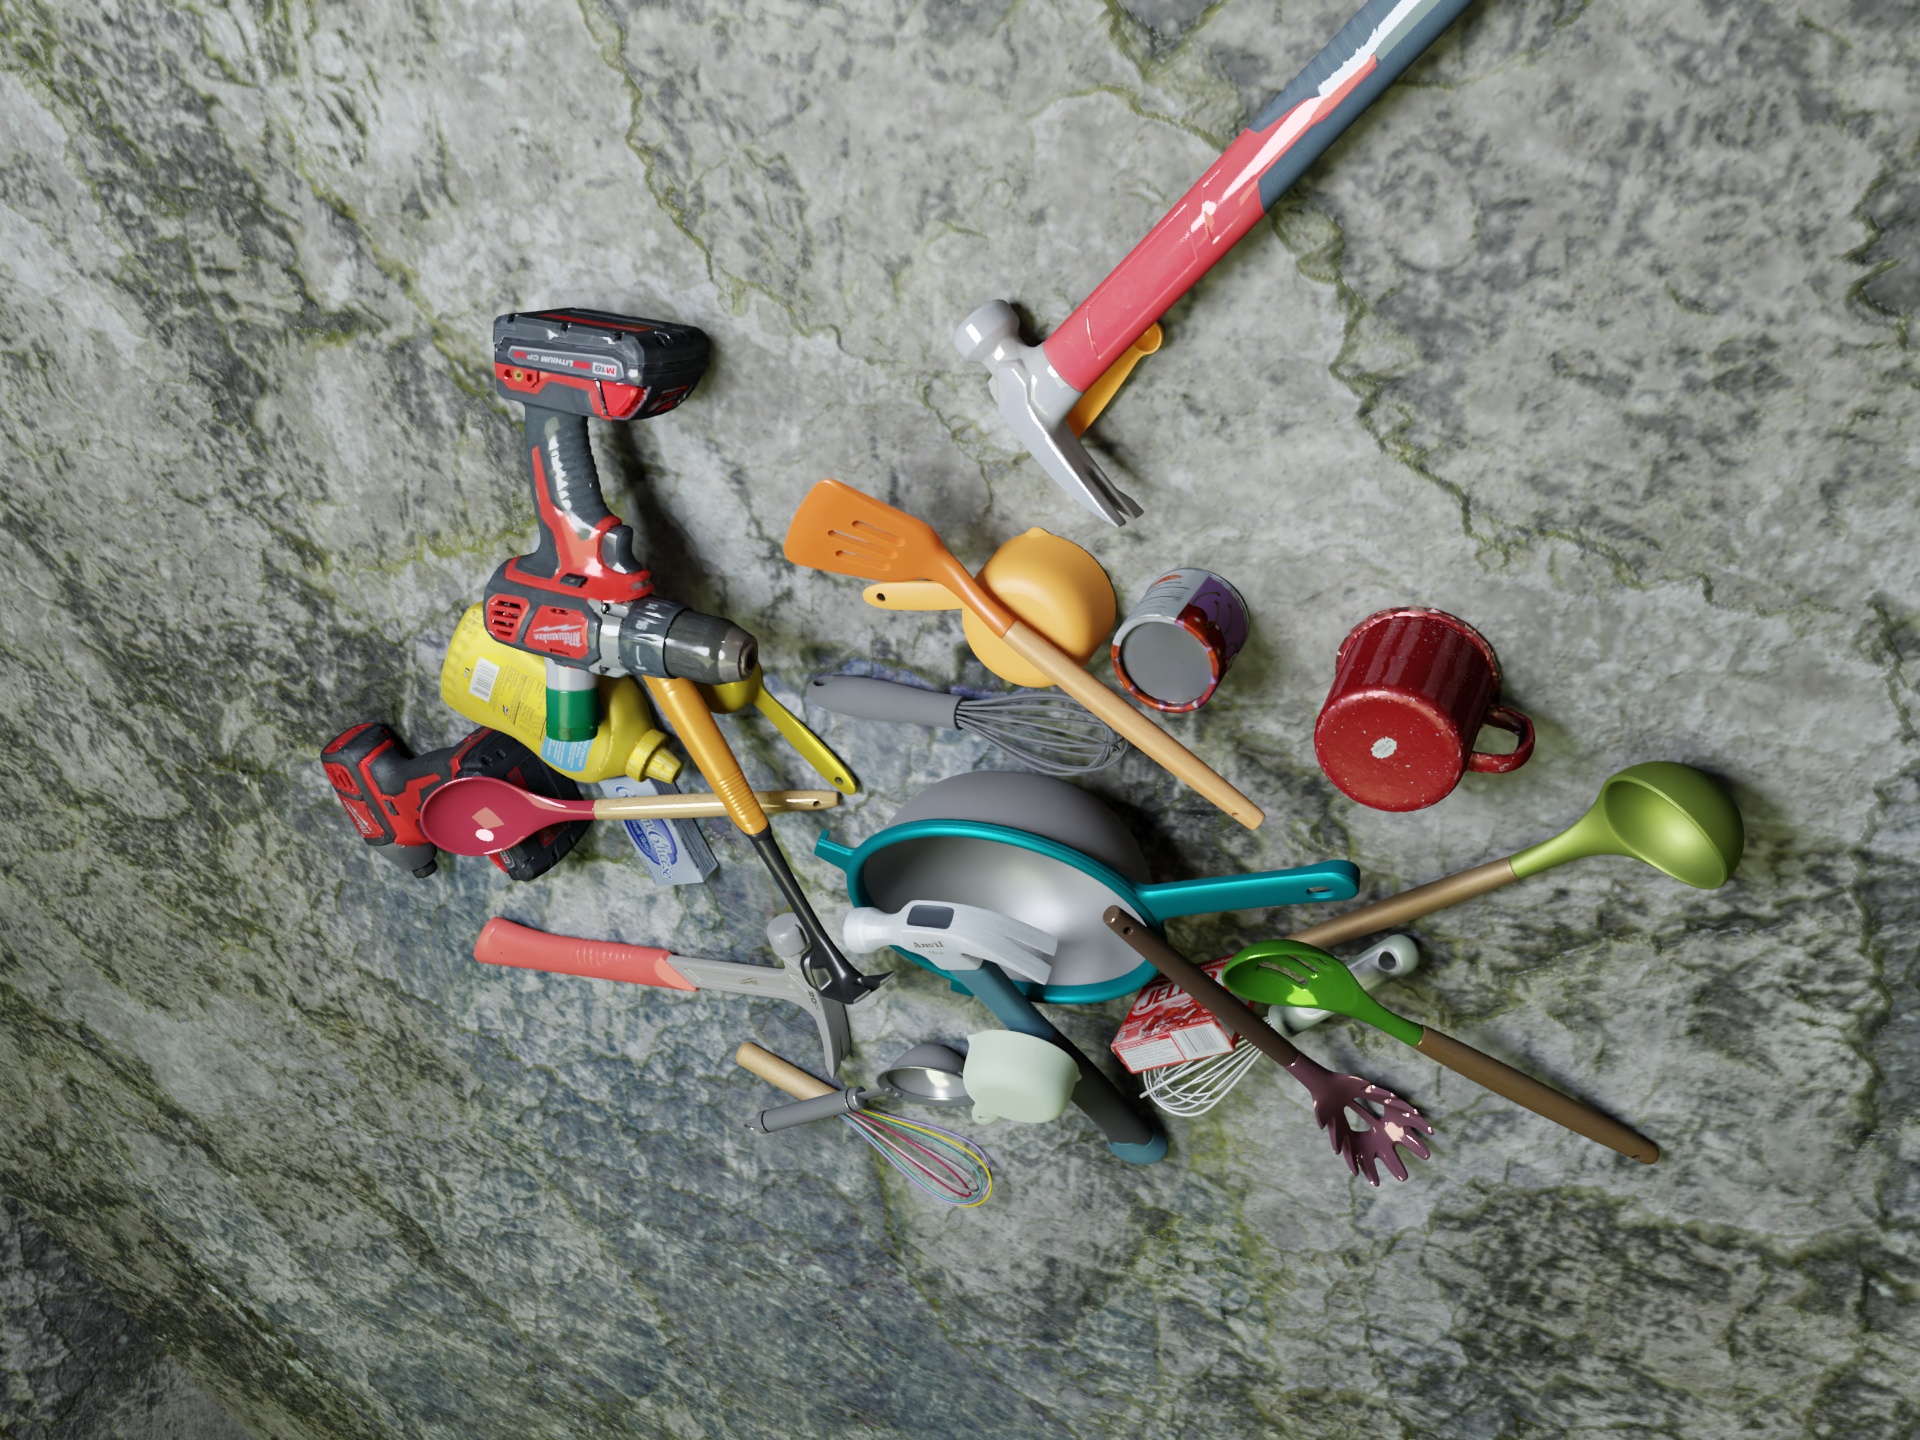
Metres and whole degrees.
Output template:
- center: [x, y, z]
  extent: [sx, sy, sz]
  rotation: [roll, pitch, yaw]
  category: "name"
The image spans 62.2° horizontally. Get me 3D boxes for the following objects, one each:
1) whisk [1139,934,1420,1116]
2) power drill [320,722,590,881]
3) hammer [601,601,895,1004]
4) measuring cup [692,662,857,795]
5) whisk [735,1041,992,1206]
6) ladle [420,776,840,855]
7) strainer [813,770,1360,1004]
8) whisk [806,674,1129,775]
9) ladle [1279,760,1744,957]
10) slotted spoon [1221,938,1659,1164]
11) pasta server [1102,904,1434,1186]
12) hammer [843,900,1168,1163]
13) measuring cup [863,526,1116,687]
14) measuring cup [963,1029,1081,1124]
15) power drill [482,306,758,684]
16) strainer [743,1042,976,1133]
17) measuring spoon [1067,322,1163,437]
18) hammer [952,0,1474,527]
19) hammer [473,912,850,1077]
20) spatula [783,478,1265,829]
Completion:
- center: [0.209, 0.204, 1.066]
  extent: [0.246, 0.059, 0.058]
  rotation: [-41, 69, 37]
  category: "whisk"
- center: [-0.418, 0.070, 1.304]
  extent: [0.220, 0.078, 0.143]
  rotation: [-2, 121, 34]
  category: "power drill"
- center: [-0.156, 0.049, 1.097]
  extent: [0.337, 0.034, 0.127]
  rotation: [60, 160, -8]
  category: "hammer"
- center: [-0.136, 0.003, 1.125]
  extent: [0.156, 0.029, 0.062]
  rotation: [44, 132, -2]
  category: "measuring cup"
- center: [-0.084, 0.336, 1.324]
  extent: [0.245, 0.051, 0.047]
  rotation: [26, 136, 15]
  category: "whisk"
- center: [-0.244, 0.064, 1.173]
  extent: [0.315, 0.031, 0.069]
  rotation: [-3, 120, 8]
  category: "ladle"
- center: [0.091, 0.086, 1.006]
  extent: [0.340, 0.095, 0.210]
  rotation: [-10, 136, 33]
  category: "strainer"
- center: [-0.002, -0.002, 1.037]
  extent: [0.239, 0.055, 0.055]
  rotation: [10, 126, 29]
  category: "whisk"
- center: [0.301, 0.101, 0.934]
  extent: [0.320, 0.062, 0.078]
  rotation: [-30, 101, 43]
  category: "ladle"
- center: [0.302, 0.206, 0.982]
  extent: [0.313, 0.031, 0.070]
  rotation: [27, 140, -9]
  category: "slotted spoon"
- center: [0.197, 0.207, 1.016]
  extent: [0.060, 0.040, 0.316]
  rotation: [-46, 119, 7]
  category: "pasta server"
- center: [0.057, 0.222, 1.097]
  extent: [0.128, 0.033, 0.330]
  rotation: [-7, 138, 33]
  category: "hammer"
- center: [0.007, -0.065, 0.982]
  extent: [0.174, 0.052, 0.095]
  rotation: [3, 123, 25]
  category: "measuring cup"
- center: [0.029, 0.266, 1.108]
  extent: [0.083, 0.038, 0.167]
  rotation: [21, 145, -2]
  category: "measuring cup"
- center: [-0.210, -0.133, 0.999]
  extent: [0.188, 0.080, 0.226]
  rotation: [13, 111, 17]
  category: "power drill"
- center: [-0.077, 0.298, 1.273]
  extent: [0.258, 0.050, 0.086]
  rotation: [-21, 137, 29]
  category: "strainer"
- center: [0.077, -0.184, 0.890]
  extent: [0.021, 0.011, 0.117]
  rotation: [50, 135, 4]
  category: "measuring spoon"
- center: [0.154, -0.254, 0.765]
  extent: [0.143, 0.038, 0.386]
  rotation: [52, 130, 3]
  category: "hammer"
- center: [-0.262, 0.214, 1.342]
  extent: [0.359, 0.037, 0.149]
  rotation: [2, 122, 28]
  category: "hammer"
- center: [0.043, -0.032, 0.924]
  extent: [0.322, 0.041, 0.081]
  rotation: [37, 143, -1]
  category: "spatula"
